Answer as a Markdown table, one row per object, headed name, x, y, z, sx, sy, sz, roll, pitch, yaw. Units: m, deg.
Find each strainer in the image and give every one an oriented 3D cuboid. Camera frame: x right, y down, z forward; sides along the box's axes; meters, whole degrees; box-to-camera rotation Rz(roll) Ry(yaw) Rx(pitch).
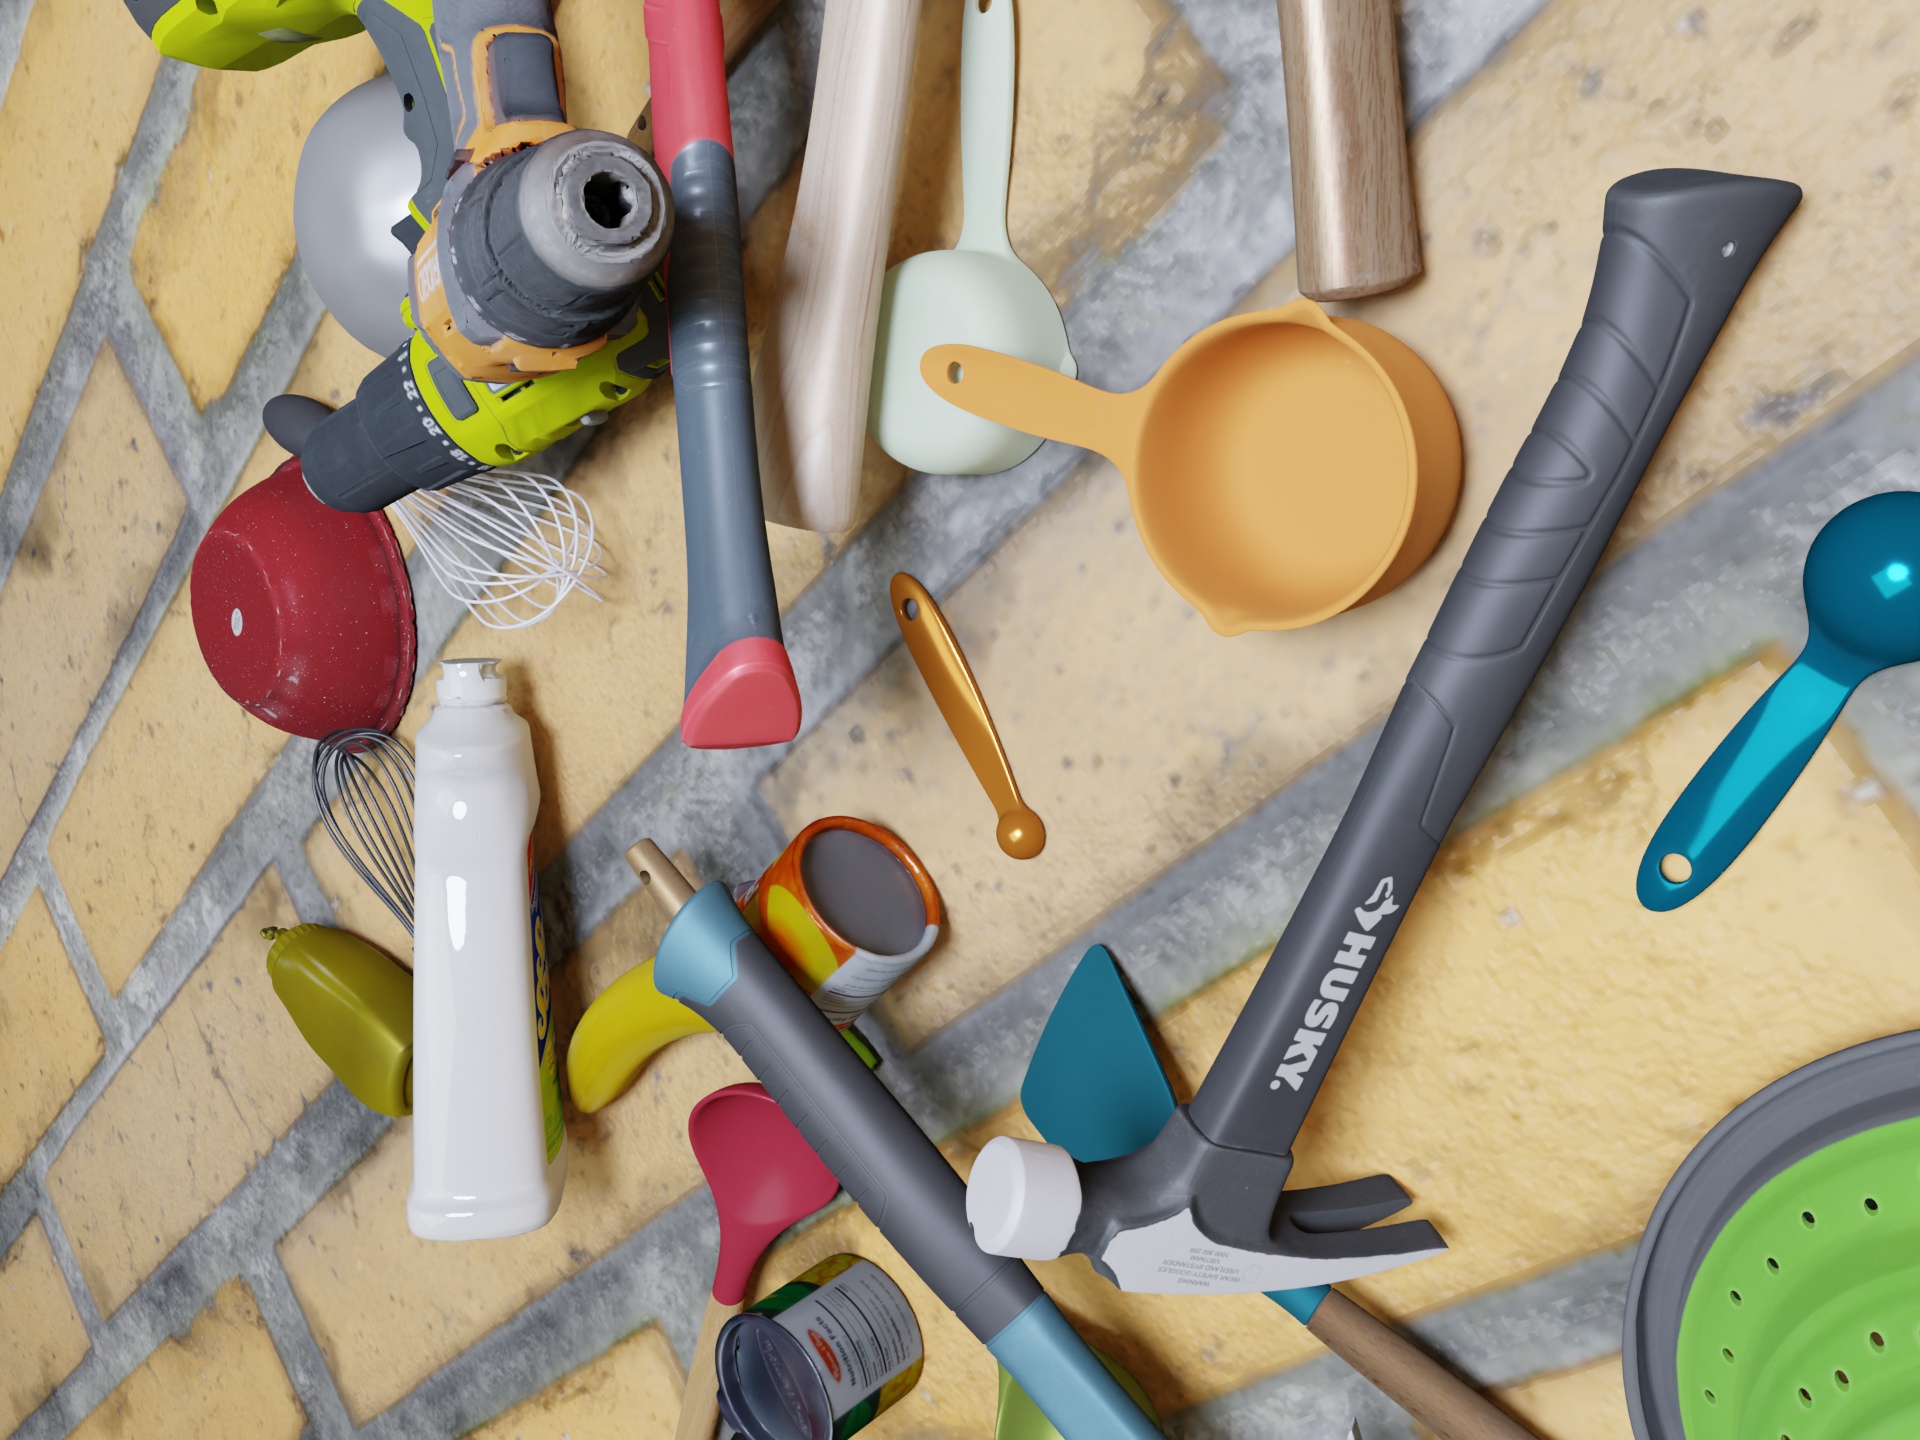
| name | x | y | z | sx | sy | sz | roll | pitch | yaw |
| --- | --- | --- | --- | --- | --- | --- | --- | --- | --- |
| strainer | -0.221 | -0.253 | 0.665 | 0.152 | 0.069 | 0.256 | 49 | 128 | 20 |

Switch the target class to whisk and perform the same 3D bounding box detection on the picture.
| name | x | y | z | sx | sy | sz | roll | pitch | yaw |
| --- | --- | --- | --- | --- | --- | --- | --- | --- | --- |
| whisk | -0.265 | 0.112 | 0.807 | 0.055 | 0.055 | 0.239 | -26 | 88 | 40 |
| whisk | -0.257 | -0.110 | 0.740 | 0.285 | 0.070 | 0.070 | 28 | 117 | 37 |

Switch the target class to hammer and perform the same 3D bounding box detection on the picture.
| name | x | y | z | sx | sy | sz | roll | pitch | yaw |
| --- | --- | --- | --- | --- | --- | --- | --- | --- | --- |
| hammer | 0.087 | -0.275 | 0.396 | 0.031 | 0.130 | 0.331 | -142 | 39 | -67 |
| hammer | -0.091 | -0.182 | 0.517 | 0.143 | 0.038 | 0.386 | 165 | 101 | -66 |
| hammer | 0.128 | 0.015 | 0.428 | 0.334 | 0.146 | 0.035 | -67 | 25 | 16 |
| hammer | 0.008 | 0.190 | 0.533 | 0.128 | 0.033 | 0.331 | -46 | 77 | 14 |
| hammer | -0.016 | -0.259 | 0.475 | 0.146 | 0.038 | 0.410 | 22 | 111 | 40 |

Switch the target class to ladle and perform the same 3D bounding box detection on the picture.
| name | x | y | z | sx | sy | sz | roll | pitch | yaw |
| --- | --- | --- | --- | --- | --- | --- | --- | --- | --- |
| ladle | -0.109 | 0.279 | 0.722 | 0.069 | 0.031 | 0.315 | 20 | 118 | 9 |
| ladle | -0.037 | 0.173 | 0.600 | 0.320 | 0.062 | 0.078 | 50 | 121 | 12 |

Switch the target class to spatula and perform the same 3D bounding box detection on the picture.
| name | x | y | z | sx | sy | sz | roll | pitch | yaw |
| --- | --- | --- | --- | --- | --- | --- | --- | --- | --- |
| spatula | 0.141 | 0.196 | 0.505 | 0.318 | 0.044 | 0.082 | 35 | 120 | 23 |

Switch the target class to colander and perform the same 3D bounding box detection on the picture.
| name | x | y | z | sx | sy | sz | roll | pitch | yaw |
| --- | --- | --- | --- | --- | --- | --- | --- | --- | --- |
| colander | 0.220 | 0.247 | 0.381 | 0.205 | 0.094 | 0.397 | 32 | 116 | 23 |

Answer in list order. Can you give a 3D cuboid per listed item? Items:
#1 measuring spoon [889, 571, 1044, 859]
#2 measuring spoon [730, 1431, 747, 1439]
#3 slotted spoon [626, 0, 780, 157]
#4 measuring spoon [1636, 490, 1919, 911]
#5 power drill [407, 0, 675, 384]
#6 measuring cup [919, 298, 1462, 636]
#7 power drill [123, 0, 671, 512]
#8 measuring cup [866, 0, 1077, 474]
| name | x | y | z | sx | sy | sz | roll | pitch | yaw |
| --- | --- | --- | --- | --- | --- | --- | --- | --- | --- |
| measuring spoon | -0.001 | -0.002 | 0.580 | 0.021 | 0.011 | 0.117 | -32 | 79 | 39 |
| measuring spoon | -0.064 | 0.334 | 0.707 | 0.124 | 0.018 | 0.034 | -18 | 88 | 40 |
| slotted spoon | -0.030 | -0.293 | 0.528 | 0.313 | 0.031 | 0.070 | -35 | 73 | 40 |
| measuring spoon | 0.208 | 0.001 | 0.402 | 0.042 | 0.021 | 0.128 | 40 | 121 | 26 |
| power drill | -0.131 | -0.217 | 0.465 | 0.185 | 0.084 | 0.226 | -165 | 69 | -64 |
| measuring cup | 0.066 | -0.087 | 0.479 | 0.174 | 0.052 | 0.095 | 26 | 116 | 34 |
| power drill | -0.215 | -0.206 | 0.610 | 0.190 | 0.080 | 0.228 | -24 | 99 | 18 |
| measuring cup | -0.003 | -0.164 | 0.526 | 0.083 | 0.038 | 0.167 | 15 | 112 | 36 |
